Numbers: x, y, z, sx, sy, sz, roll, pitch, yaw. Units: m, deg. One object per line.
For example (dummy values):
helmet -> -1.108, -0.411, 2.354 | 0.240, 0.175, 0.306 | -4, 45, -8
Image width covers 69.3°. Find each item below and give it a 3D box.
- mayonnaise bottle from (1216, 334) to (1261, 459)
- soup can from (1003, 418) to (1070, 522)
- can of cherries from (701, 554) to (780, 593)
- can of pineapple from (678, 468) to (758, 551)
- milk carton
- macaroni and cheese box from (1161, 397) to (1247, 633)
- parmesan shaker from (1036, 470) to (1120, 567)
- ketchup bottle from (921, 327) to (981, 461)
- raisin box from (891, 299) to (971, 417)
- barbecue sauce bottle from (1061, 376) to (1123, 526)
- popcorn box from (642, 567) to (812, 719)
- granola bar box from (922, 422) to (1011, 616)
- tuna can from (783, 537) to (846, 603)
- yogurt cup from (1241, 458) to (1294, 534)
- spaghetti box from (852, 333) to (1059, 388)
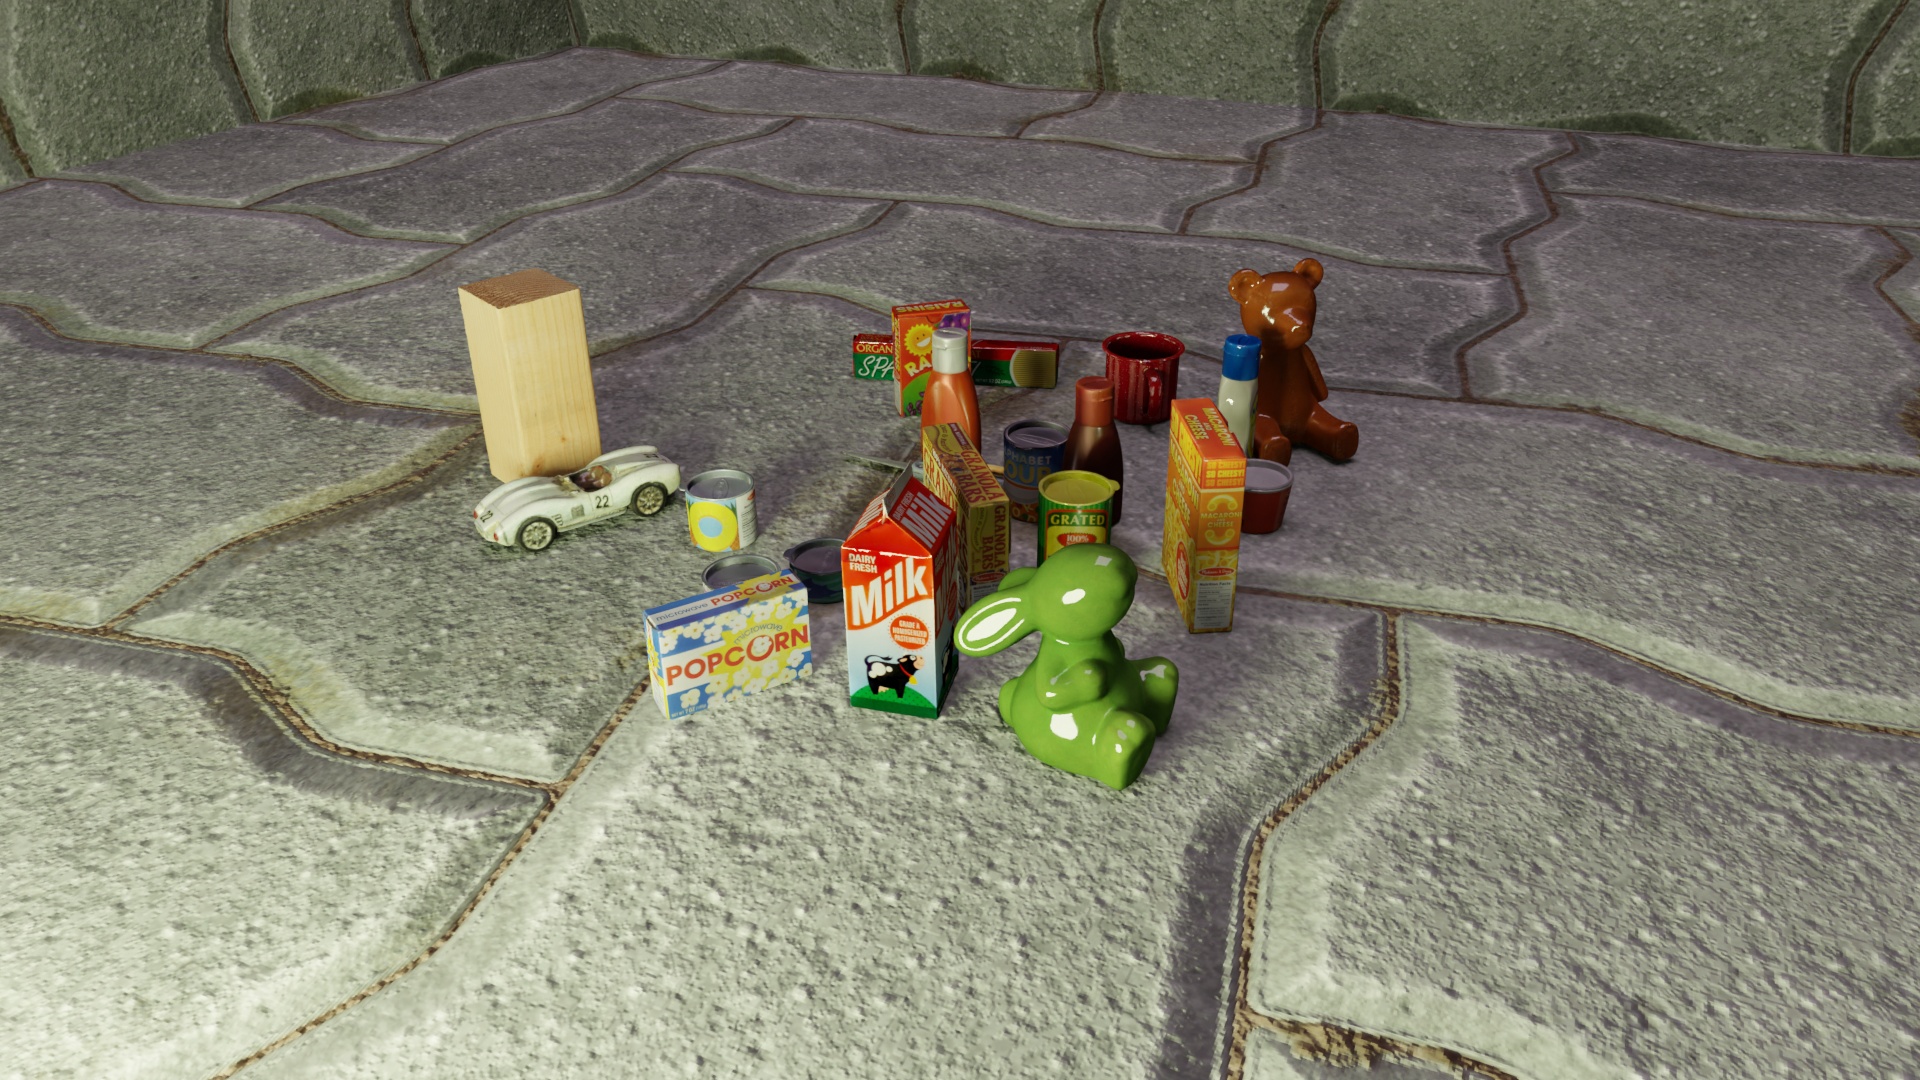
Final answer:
mayonnaise bottle -> 0.283, -0.135, 1.420 | 0.041, 0.147, 0.065 | 9, 30, 17
soup can -> 0.073, -0.068, 1.365 | 0.071, 0.083, 0.072 | 0, 29, 0
can of cherries -> -0.184, 0.054, 1.175 | 0.071, 0.058, 0.072 | 0, 29, 0
can of pineapple -> -0.229, -0.029, 1.326 | 0.071, 0.057, 0.071 | 0, 29, 0
milk carton -> -0.045, 0.037, 1.068 | 0.073, 0.189, 0.073 | 7, 29, 13
macaroni and cheese box -> 0.208, -0.023, 1.198 | 0.040, 0.165, 0.124 | -3, 29, -4
parmesan shaker -> 0.103, -0.002, 1.226 | 0.071, 0.102, 0.071 | 0, 29, 0
ketchup bottle -> -0.010, -0.145, 1.439 | 0.065, 0.148, 0.044 | 15, 32, 25
raisin box -> -0.033, -0.207, 1.578 | 0.086, 0.122, 0.040 | -8, 29, -13
barbecue sauce bottle -> 0.126, -0.082, 1.324 | 0.065, 0.147, 0.044 | -18, 33, -29
popcorn box -> -0.182, 0.081, 1.098 | 0.127, 0.084, 0.038 | -17, 33, -27
granola bar box -> 0.004, -0.015, 1.230 | 0.039, 0.123, 0.166 | -8, 30, -13
tuna can -> -0.123, 0.027, 1.249 | 0.071, 0.032, 0.071 | 0, 29, 0
yogurt cup -> 0.287, -0.042, 1.347 | 0.072, 0.053, 0.073 | 0, 29, 0
spaghetti box -> -0.008, -0.216, 1.669 | 0.250, 0.050, 0.029 | 4, 29, 7
